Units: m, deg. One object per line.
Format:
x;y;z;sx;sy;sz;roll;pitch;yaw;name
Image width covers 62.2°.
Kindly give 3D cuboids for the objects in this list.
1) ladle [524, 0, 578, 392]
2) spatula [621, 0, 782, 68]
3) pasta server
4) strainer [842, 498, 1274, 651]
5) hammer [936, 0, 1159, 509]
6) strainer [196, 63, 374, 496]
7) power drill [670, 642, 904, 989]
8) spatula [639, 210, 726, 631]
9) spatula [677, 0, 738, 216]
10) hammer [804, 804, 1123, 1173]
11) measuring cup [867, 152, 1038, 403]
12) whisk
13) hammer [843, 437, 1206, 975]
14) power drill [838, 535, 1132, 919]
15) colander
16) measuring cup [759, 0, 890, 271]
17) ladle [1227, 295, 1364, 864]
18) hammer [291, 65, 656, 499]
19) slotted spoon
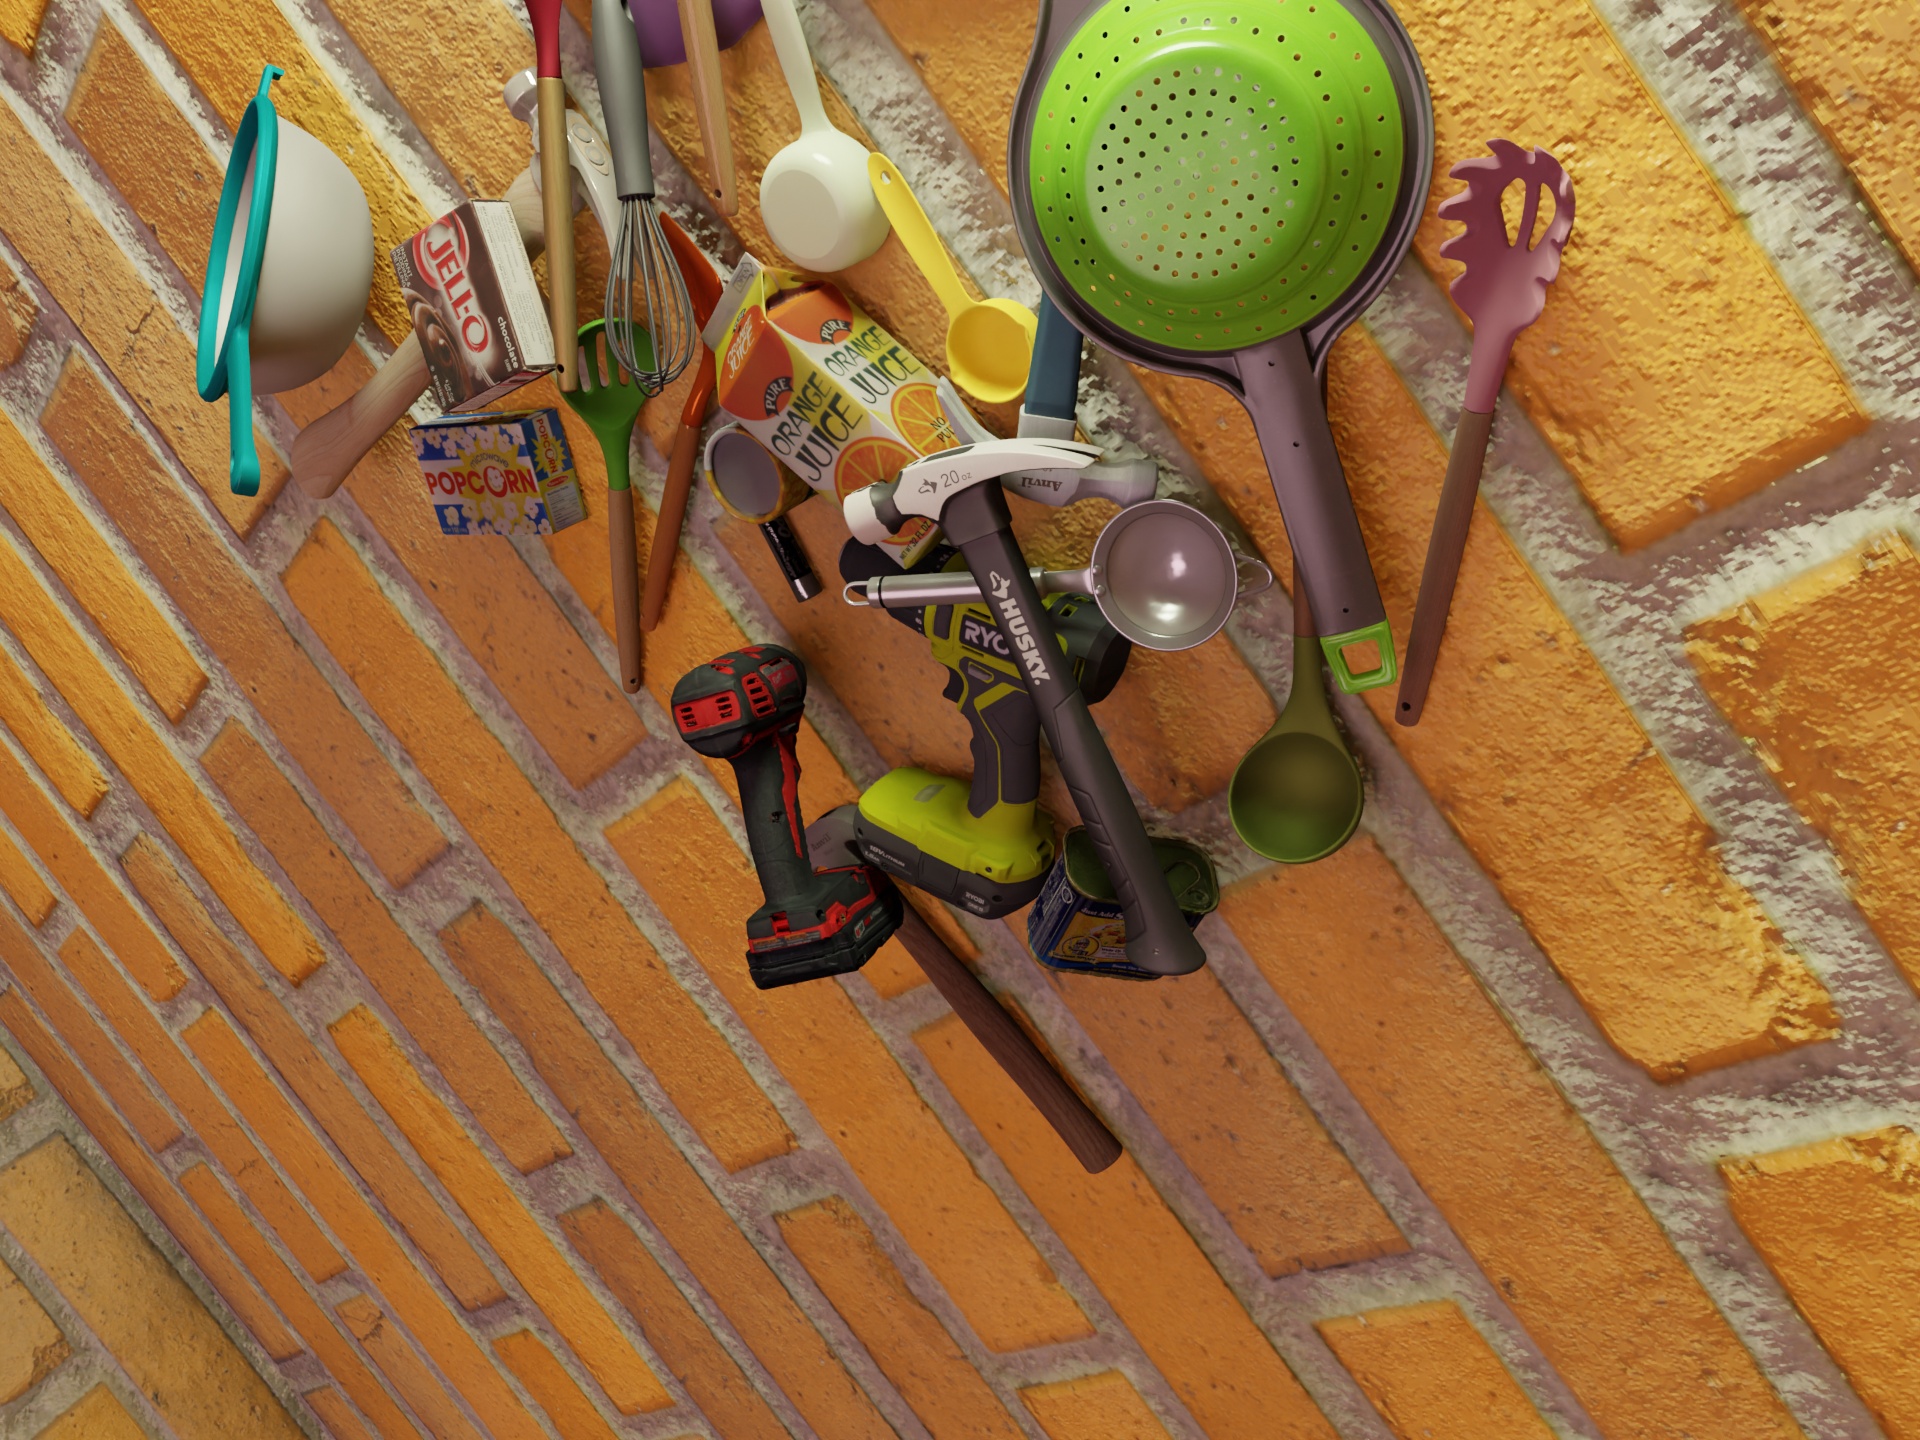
-0.245;-0.357;0.955;0.069;0.031;0.315;7;107;25;ladle
-0.073;-0.408;0.862;0.316;0.018;0.059;4;117;35;spatula
0.248;-0.128;0.790;0.060;0.040;0.316;26;130;31;pasta server
0.052;-0.081;0.910;0.258;0.050;0.086;-2;107;19;strainer
0.063;-0.269;0.821;0.128;0.033;0.330;7;119;1;hammer
-0.451;-0.269;1.082;0.211;0.095;0.341;-52;44;37;strainer
-0.116;0.056;1.072;0.078;0.143;0.219;-14;98;19;power drill
-0.193;-0.181;1.068;0.081;0.041;0.322;52;139;30;spatula
-0.145;-0.442;0.874;0.082;0.044;0.317;13;123;31;spatula
0.003;0.197;1.165;0.331;0.031;0.130;50;133;0;hammer
-0.003;-0.254;0.901;0.062;0.029;0.156;-27;97;42;measuring cup
-0.195;-0.313;0.946;0.055;0.055;0.239;-1;99;36;whisk
0.065;-0.001;0.900;0.146;0.035;0.334;-18;106;28;hammer
-0.002;-0.003;1.018;0.191;0.080;0.228;23;125;21;power drill
0.141;-0.181;0.754;0.204;0.094;0.397;-15;108;20;colander
-0.093;-0.334;0.896;0.083;0.038;0.167;4;125;34;measuring cup
0.184;-0.068;0.860;0.078;0.062;0.320;10;119;28;ladle
-0.359;-0.260;1.106;0.410;0.038;0.146;-31;86;39;hammer
-0.242;-0.144;1.126;0.031;0.070;0.313;53;148;42;slotted spoon
